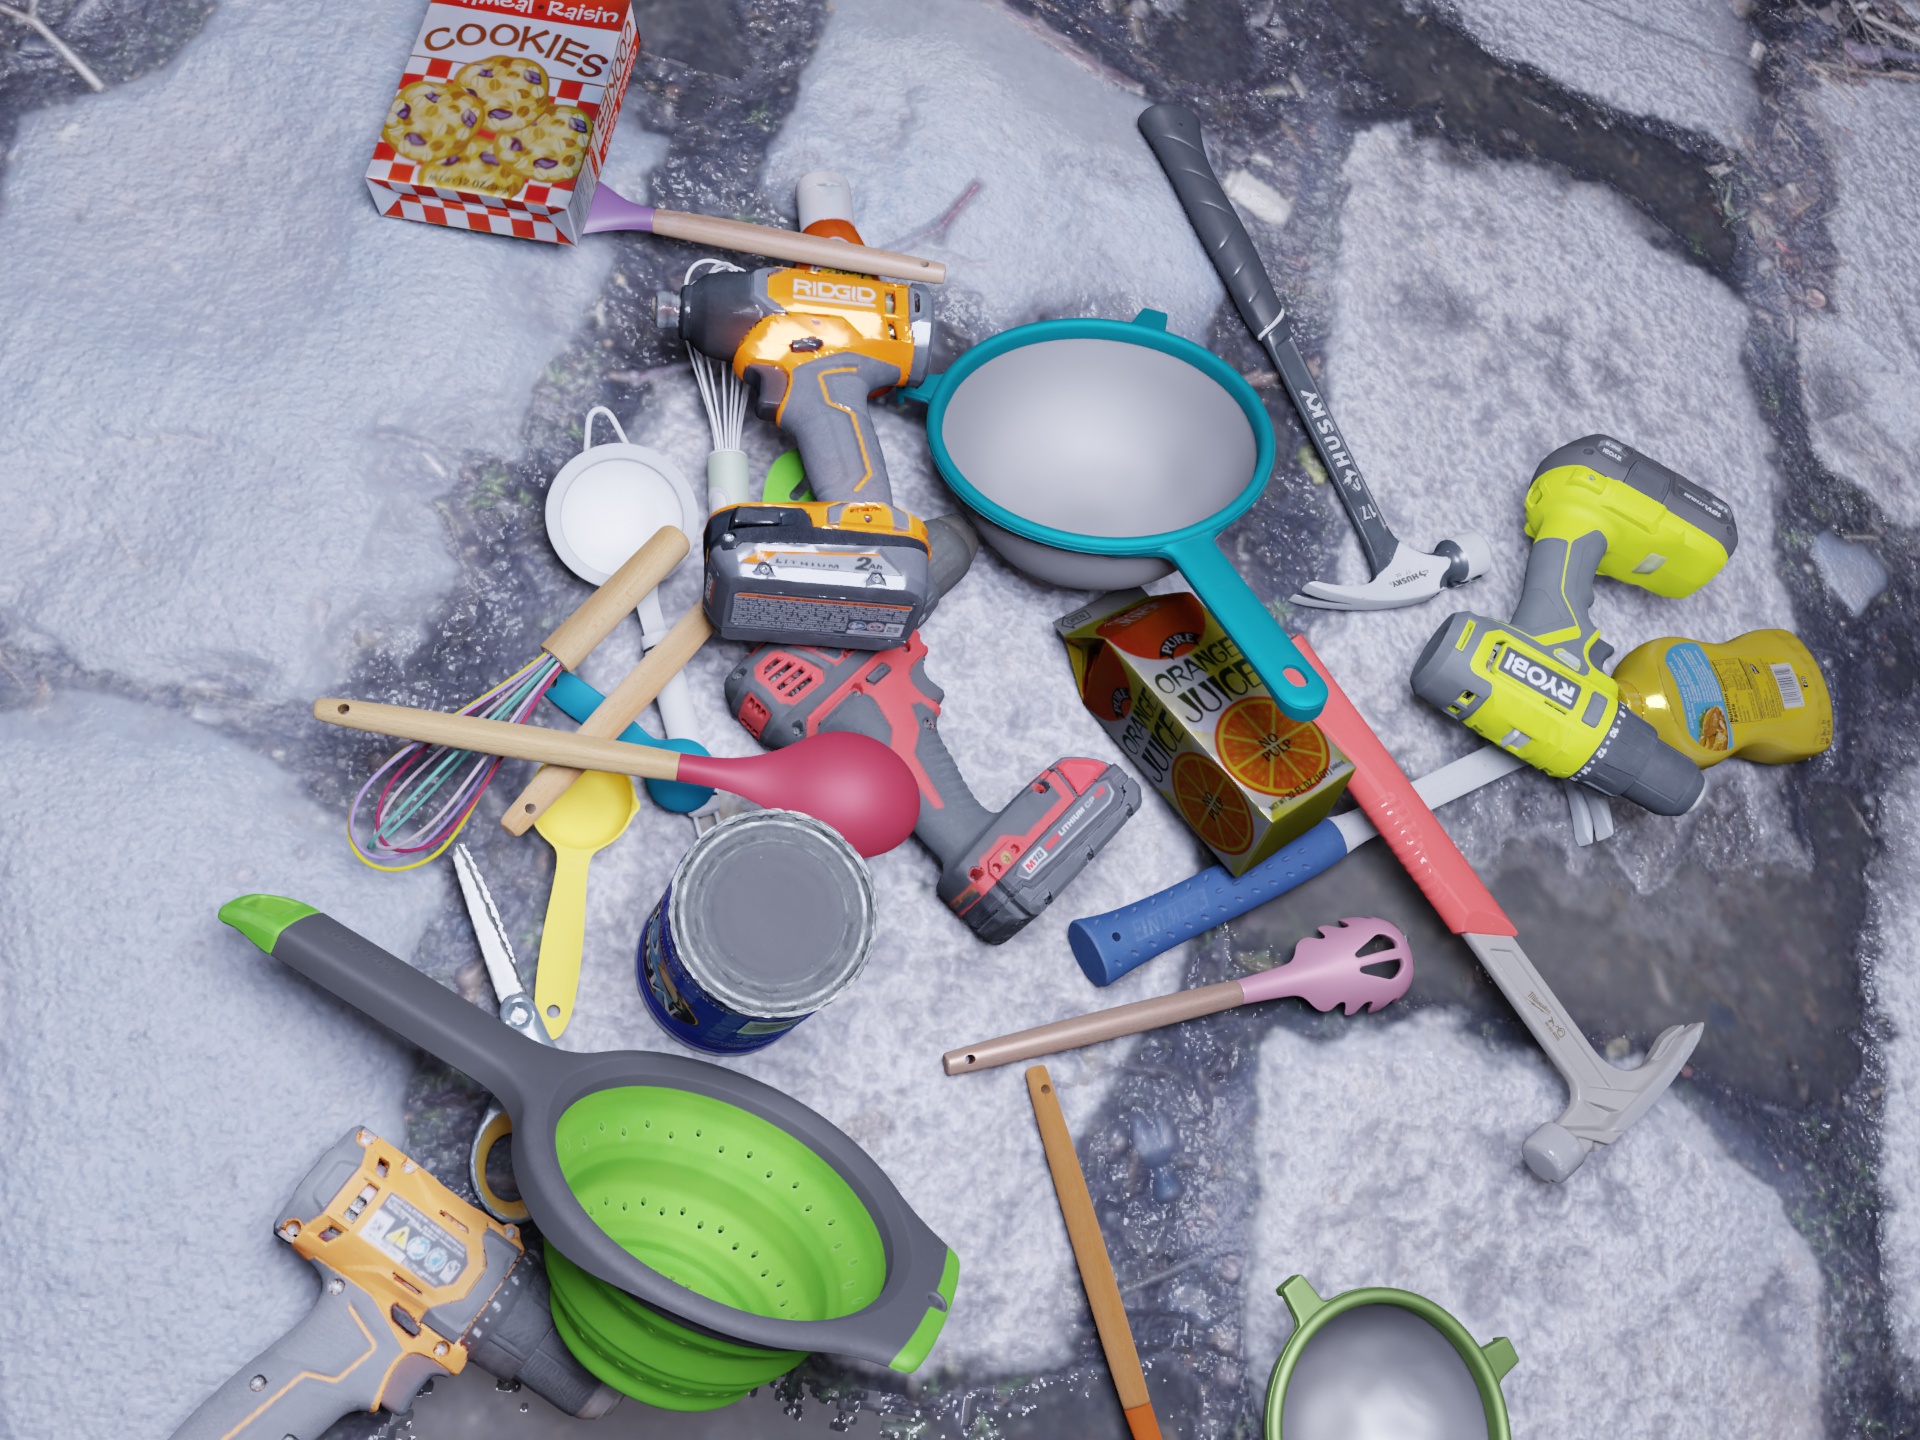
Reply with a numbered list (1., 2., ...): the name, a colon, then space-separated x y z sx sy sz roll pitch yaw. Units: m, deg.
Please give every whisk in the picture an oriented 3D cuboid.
1. whisk: -0.142 -0.167 0.963 0.059 0.058 0.246 11 69 -47
2. whisk: -0.232 -0.015 0.859 0.047 0.051 0.245 39 72 6

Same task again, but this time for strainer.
1. strainer: 0.111 -0.105 0.958 0.211 0.095 0.341 -19 56 -18
2. strainer: 0.208 0.436 0.849 0.151 0.069 0.256 20 67 -13
3. strainer: -0.177 -0.052 0.913 0.087 0.050 0.258 -14 82 -17

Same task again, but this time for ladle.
1. ladle: -0.173 0.019 0.829 0.315 0.031 0.069 9 70 -9

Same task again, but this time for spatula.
1. spatula: -0.165 -0.308 0.991 0.316 0.018 0.060 11 67 -1
2. spatula: 0.085 0.348 0.867 0.081 0.041 0.323 -10 71 -21

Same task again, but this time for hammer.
1. hammer: 0.308 0.096 0.982 0.149 0.036 0.359 -35 88 -24
2. hammer: 0.223 -0.261 1.123 0.149 0.036 0.409 -19 78 -22
3. hammer: 0.250 0.075 1.010 0.405 0.035 0.144 -21 79 -24

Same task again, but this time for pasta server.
1. pasta server: 0.138 0.169 0.947 0.316 0.040 0.060 -10 75 -17

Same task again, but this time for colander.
1. colander: -0.197 0.214 0.761 0.397 0.204 0.094 29 103 6

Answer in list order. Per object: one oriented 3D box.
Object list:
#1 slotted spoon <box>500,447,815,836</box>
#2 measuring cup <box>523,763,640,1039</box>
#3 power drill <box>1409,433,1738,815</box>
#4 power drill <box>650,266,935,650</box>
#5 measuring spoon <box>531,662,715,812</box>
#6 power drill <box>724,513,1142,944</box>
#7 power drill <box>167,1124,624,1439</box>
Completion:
1. slotted spoon: -0.147 -0.051 0.894 0.070 0.031 0.314 46 60 -14
2. measuring cup: -0.212 0.093 0.863 0.062 0.029 0.156 8 81 -11
3. power drill: 0.423 -0.060 1.049 0.190 0.080 0.228 31 65 4
4. power drill: -0.096 -0.158 0.896 0.164 0.084 0.227 4 64 -12
5. measuring spoon: -0.192 0.007 0.883 0.128 0.021 0.042 35 102 8
6. power drill: -0.001 -0.003 0.936 0.227 0.080 0.188 44 64 4
7. power drill: -0.277 0.328 0.726 0.185 0.084 0.226 37 60 -4
